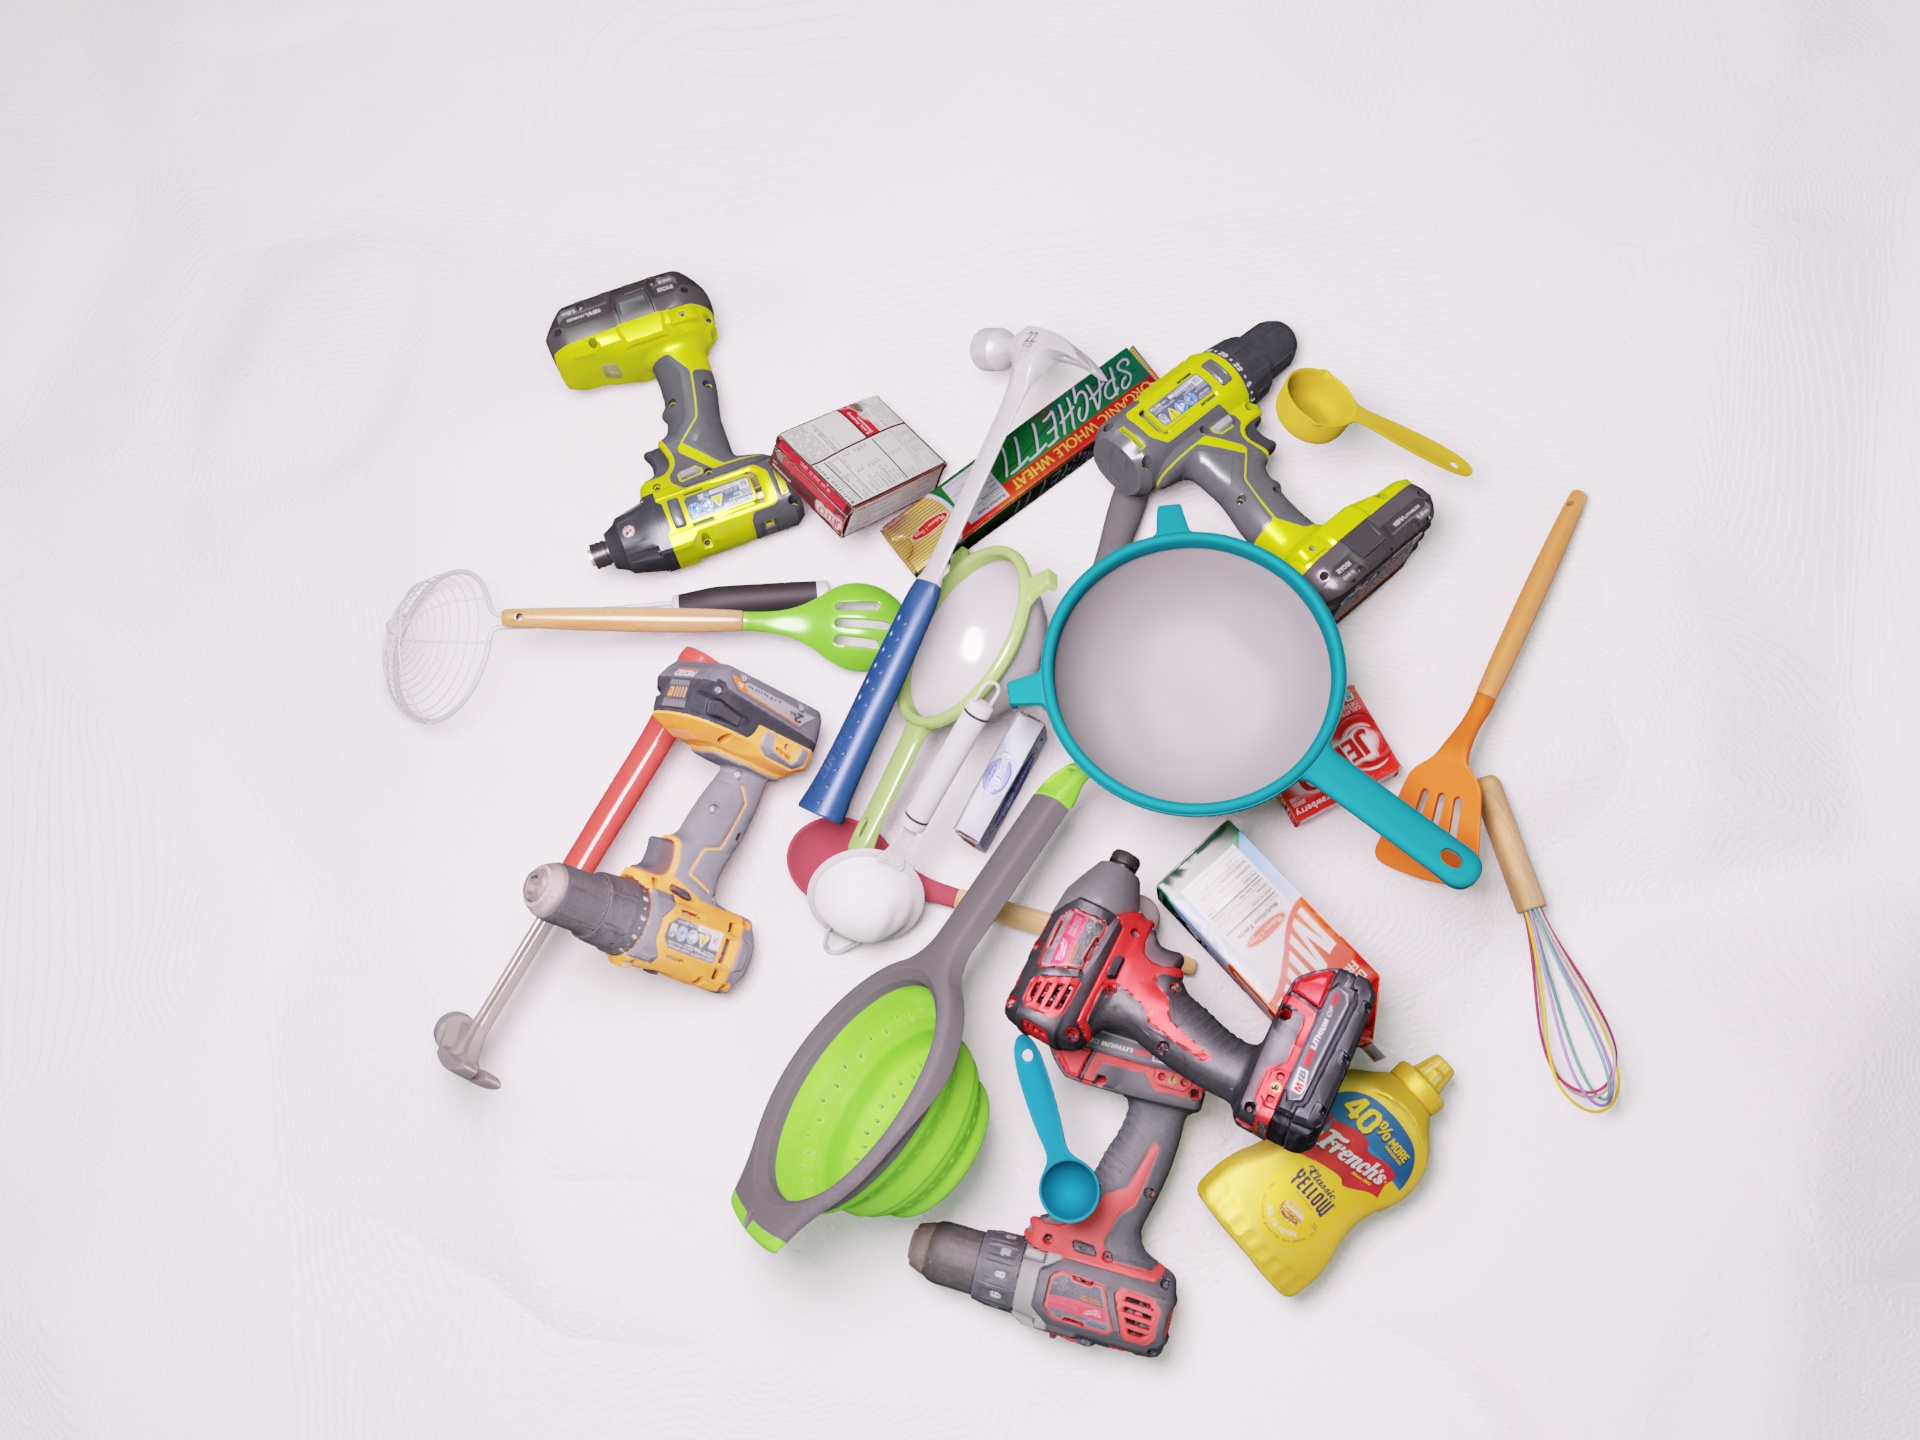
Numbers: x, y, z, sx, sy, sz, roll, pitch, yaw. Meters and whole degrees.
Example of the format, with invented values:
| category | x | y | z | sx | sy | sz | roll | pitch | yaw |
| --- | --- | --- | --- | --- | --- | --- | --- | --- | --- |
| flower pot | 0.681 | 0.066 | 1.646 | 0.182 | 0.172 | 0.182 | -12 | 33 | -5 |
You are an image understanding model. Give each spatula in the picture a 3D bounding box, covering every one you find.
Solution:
| category | x | y | z | sx | sy | sz | roll | pitch | yaw |
| --- | --- | --- | --- | --- | --- | --- | --- | --- | --- |
| spatula | 0.398 | -0.032 | 1.171 | 0.081 | 0.041 | 0.323 | 15 | 70 | 42 |

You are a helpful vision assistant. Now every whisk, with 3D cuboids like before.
| category | x | y | z | sx | sy | sz | roll | pitch | yaw |
| --- | --- | --- | --- | --- | --- | --- | --- | --- | --- |
| whisk | 0.111 | -0.104 | 1.225 | 0.055 | 0.055 | 0.239 | 16 | 75 | 11 |
| whisk | 0.409 | 0.155 | 1.123 | 0.047 | 0.051 | 0.245 | -18 | 72 | 9 |

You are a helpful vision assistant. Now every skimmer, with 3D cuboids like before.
| category | x | y | z | sx | sy | sz | roll | pitch | yaw |
| --- | --- | --- | --- | --- | --- | --- | --- | --- | --- |
| skimmer | -0.285 | -0.073 | 1.277 | 0.363 | 0.090 | 0.127 | -6 | 70 | -4 |

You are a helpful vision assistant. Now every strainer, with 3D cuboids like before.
| category | x | y | z | sx | sy | sz | roll | pitch | yaw |
| --- | --- | --- | --- | --- | --- | --- | --- | --- | --- |
| strainer | 0.213 | 0.016 | 1.127 | 0.340 | 0.095 | 0.211 | 38 | 78 | 14 |
| strainer | -0.038 | 0.079 | 1.142 | 0.086 | 0.050 | 0.258 | 25 | 109 | -15 |
| strainer | -0.002 | -0.004 | 1.191 | 0.069 | 0.152 | 0.256 | 27 | 89 | -30 |

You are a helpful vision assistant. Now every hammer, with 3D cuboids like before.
| category | x | y | z | sx | sy | sz | roll | pitch | yaw |
| --- | --- | --- | --- | --- | --- | --- | --- | --- | --- |
| hammer | -0.280 | 0.103 | 1.195 | 0.036 | 0.149 | 0.359 | 35 | 75 | -22 |
| hammer | -0.017 | -0.112 | 1.189 | 0.144 | 0.035 | 0.405 | 18 | 82 | 53 |

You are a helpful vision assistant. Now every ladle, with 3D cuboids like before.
| category | x | y | z | sx | sy | sz | roll | pitch | yaw |
| --- | --- | --- | --- | --- | --- | --- | --- | --- | --- |
| ladle | 0.022 | 0.139 | 1.186 | 0.315 | 0.031 | 0.069 | 16 | 89 | 9 |

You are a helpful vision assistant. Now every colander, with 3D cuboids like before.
| category | x | y | z | sx | sy | sz | roll | pitch | yaw |
| --- | --- | --- | --- | --- | --- | --- | --- | --- | --- |
| colander | -0.001 | 0.210 | 1.122 | 0.094 | 0.204 | 0.397 | 40 | 78 | -21 |

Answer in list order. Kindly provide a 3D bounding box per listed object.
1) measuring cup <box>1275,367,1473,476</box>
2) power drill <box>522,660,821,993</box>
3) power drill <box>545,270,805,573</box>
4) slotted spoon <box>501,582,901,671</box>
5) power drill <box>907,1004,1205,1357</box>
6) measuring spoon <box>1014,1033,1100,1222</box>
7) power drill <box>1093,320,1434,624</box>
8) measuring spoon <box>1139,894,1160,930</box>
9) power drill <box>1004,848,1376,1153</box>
| category | x | y | z | sx | sy | sz | roll | pitch | yaw |
| --- | --- | --- | --- | --- | --- | --- | --- | --- | --- |
| measuring cup | 0.302 | -0.208 | 1.169 | 0.156 | 0.029 | 0.062 | 24 | 53 | -8 |
| power drill | -0.208 | 0.071 | 1.158 | 0.084 | 0.185 | 0.226 | 5 | 73 | 45 |
| power drill | -0.242 | -0.232 | 1.278 | 0.171 | 0.080 | 0.223 | -21 | 77 | -6 |
| slotted spoon | -0.194 | -0.075 | 1.228 | 0.313 | 0.031 | 0.070 | 1 | 84 | -5 |
| power drill | 0.075 | 0.312 | 1.115 | 0.188 | 0.080 | 0.227 | 13 | 82 | 11 |
| measuring spoon | 0.063 | 0.276 | 1.080 | 0.042 | 0.021 | 0.129 | -22 | 70 | 12 |
| power drill | 0.241 | -0.192 | 1.204 | 0.190 | 0.080 | 0.229 | -39 | 73 | -18 |
| measuring spoon | 0.095 | 0.174 | 1.156 | 0.034 | 0.018 | 0.124 | 46 | 103 | 1 |
| power drill | 0.154 | 0.181 | 1.056 | 0.220 | 0.078 | 0.143 | 23 | 69 | 18 |
